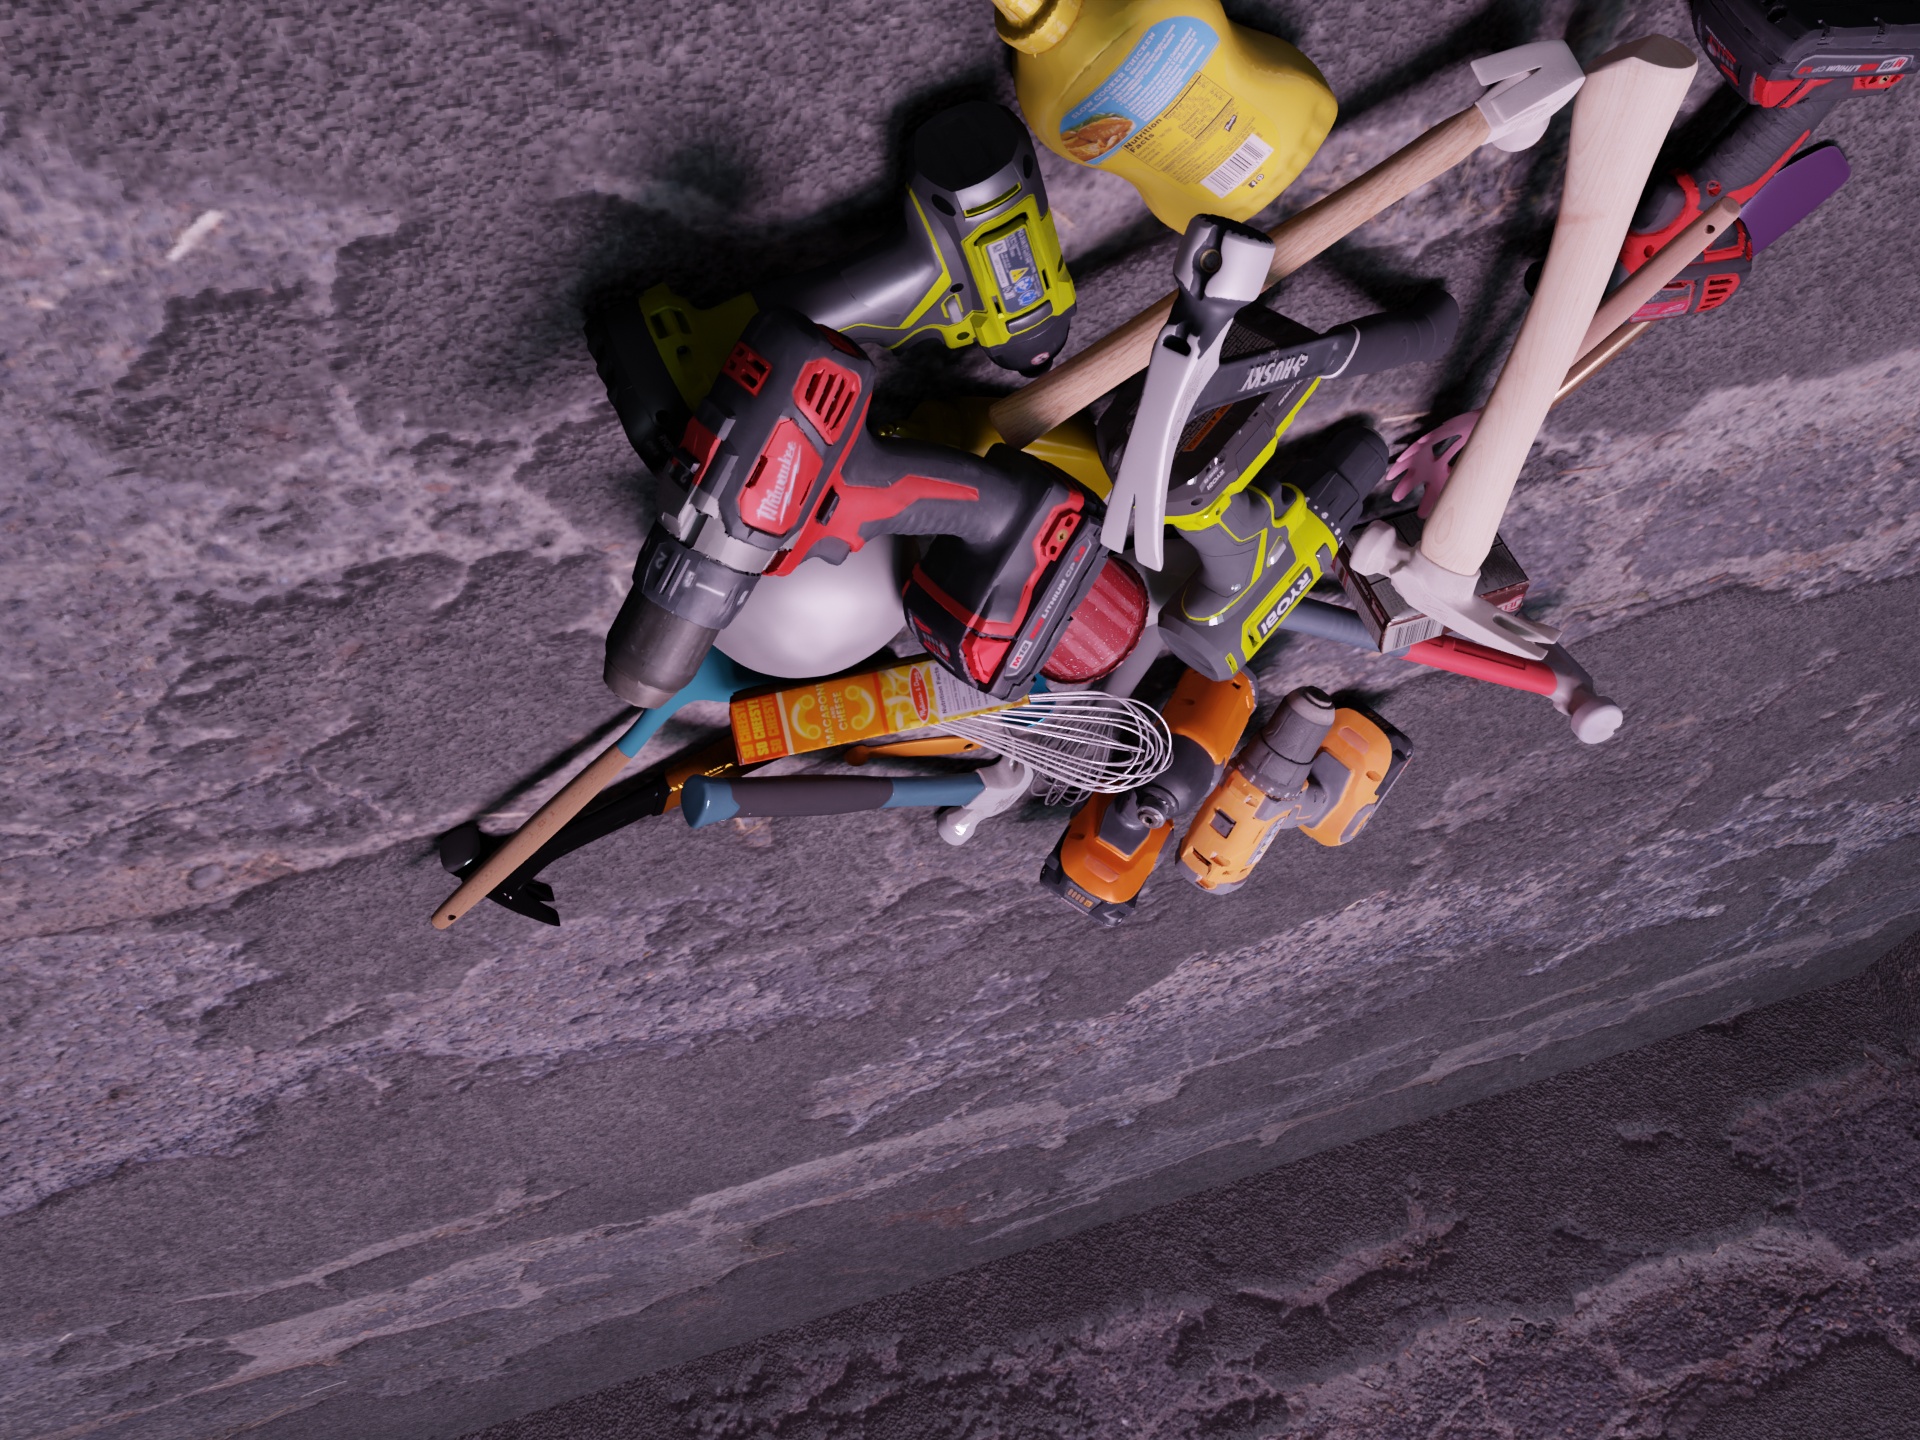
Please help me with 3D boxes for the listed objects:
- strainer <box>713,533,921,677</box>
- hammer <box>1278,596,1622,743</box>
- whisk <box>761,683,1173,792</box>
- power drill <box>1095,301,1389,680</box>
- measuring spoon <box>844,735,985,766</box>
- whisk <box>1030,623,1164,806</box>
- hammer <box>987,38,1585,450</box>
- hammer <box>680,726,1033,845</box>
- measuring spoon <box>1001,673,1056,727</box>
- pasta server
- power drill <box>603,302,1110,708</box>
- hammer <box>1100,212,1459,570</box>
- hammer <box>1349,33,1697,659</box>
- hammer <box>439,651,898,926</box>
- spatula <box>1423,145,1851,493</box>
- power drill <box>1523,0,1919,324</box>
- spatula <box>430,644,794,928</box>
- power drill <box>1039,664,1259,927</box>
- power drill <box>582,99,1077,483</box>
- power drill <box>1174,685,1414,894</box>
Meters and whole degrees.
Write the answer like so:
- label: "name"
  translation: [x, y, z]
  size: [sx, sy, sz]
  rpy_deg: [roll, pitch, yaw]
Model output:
- label: "strainer"
  translation: [-0.067, -0.055, 0.918]
  size: [0.151, 0.069, 0.256]
  rpy_deg: [-30, 167, 3]
- label: "hammer"
  translation: [0.333, -0.069, 1.217]
  size: [0.386, 0.143, 0.038]
  rpy_deg: [12, 123, -28]
- label: "whisk"
  translation: [-0.002, -0.004, 1.034]
  size: [0.284, 0.070, 0.070]
  rpy_deg: [11, 146, 1]
- label: "power drill"
  translation: [0.180, -0.146, 0.962]
  size: [0.190, 0.080, 0.228]
  rpy_deg: [-49, 148, -5]
- label: "measuring spoon"
  translation: [-0.032, 0.024, 1.192]
  size: [0.117, 0.011, 0.021]
  rpy_deg: [-5, 146, -27]
- label: "whisk"
  translation: [0.109, -0.014, 1.194]
  size: [0.055, 0.055, 0.238]
  rpy_deg: [-4, 141, -28]
- label: "hammer"
  translation: [0.159, -0.235, 0.799]
  size: [0.331, 0.031, 0.130]
  rpy_deg: [-32, 179, 9]
- label: "hammer"
  translation: [-0.068, 0.053, 1.147]
  size: [0.330, 0.033, 0.128]
  rpy_deg: [1, 145, -49]
- label: "measuring spoon"
  translation: [0.053, -0.045, 1.140]
  size: [0.042, 0.021, 0.128]
  rpy_deg: [-10, 139, -19]
- label: "pasta server"
  translation: [0.356, -0.210, 0.962]
  size: [0.040, 0.060, 0.316]
  rpy_deg: [-57, -178, -23]
- label: "power drill"
  translation: [-0.050, -0.074, 0.754]
  size: [0.226, 0.080, 0.188]
  rpy_deg: [16, 109, -45]
- label: "hammer"
  translation: [0.182, -0.179, 0.803]
  size: [0.409, 0.036, 0.149]
  rpy_deg: [-27, 141, -55]
- label: "hammer"
  translation: [0.342, -0.197, 0.931]
  size: [0.038, 0.146, 0.410]
  rpy_deg: [-46, 157, -29]
- label: "hammer"
  translation: [-0.184, 0.044, 1.104]
  size: [0.337, 0.034, 0.127]
  rpy_deg: [-26, 149, 8]
- label: "spatula"
  translation: [0.432, -0.253, 1.042]
  size: [0.059, 0.018, 0.316]
  rpy_deg: [17, 131, -44]
- label: "power drill"
  translation: [0.414, -0.311, 0.884]
  size: [0.143, 0.079, 0.219]
  rpy_deg: [-11, 151, -18]
- label: "spatula"
  translation: [-0.234, 0.041, 1.027]
  size: [0.317, 0.044, 0.082]
  rpy_deg: [-41, 132, 13]
- label: "power drill"
  translation: [0.142, 0.067, 1.239]
  size: [0.164, 0.084, 0.226]
  rpy_deg: [-55, 176, -41]
- label: "power drill"
  translation: [-0.053, -0.185, 0.780]
  size: [0.223, 0.080, 0.171]
  rpy_deg: [-26, 155, 2]
- label: "power drill"
  translation: [0.283, 0.040, 1.293]
  size: [0.226, 0.084, 0.185]
  rpy_deg: [-13, 138, -48]
